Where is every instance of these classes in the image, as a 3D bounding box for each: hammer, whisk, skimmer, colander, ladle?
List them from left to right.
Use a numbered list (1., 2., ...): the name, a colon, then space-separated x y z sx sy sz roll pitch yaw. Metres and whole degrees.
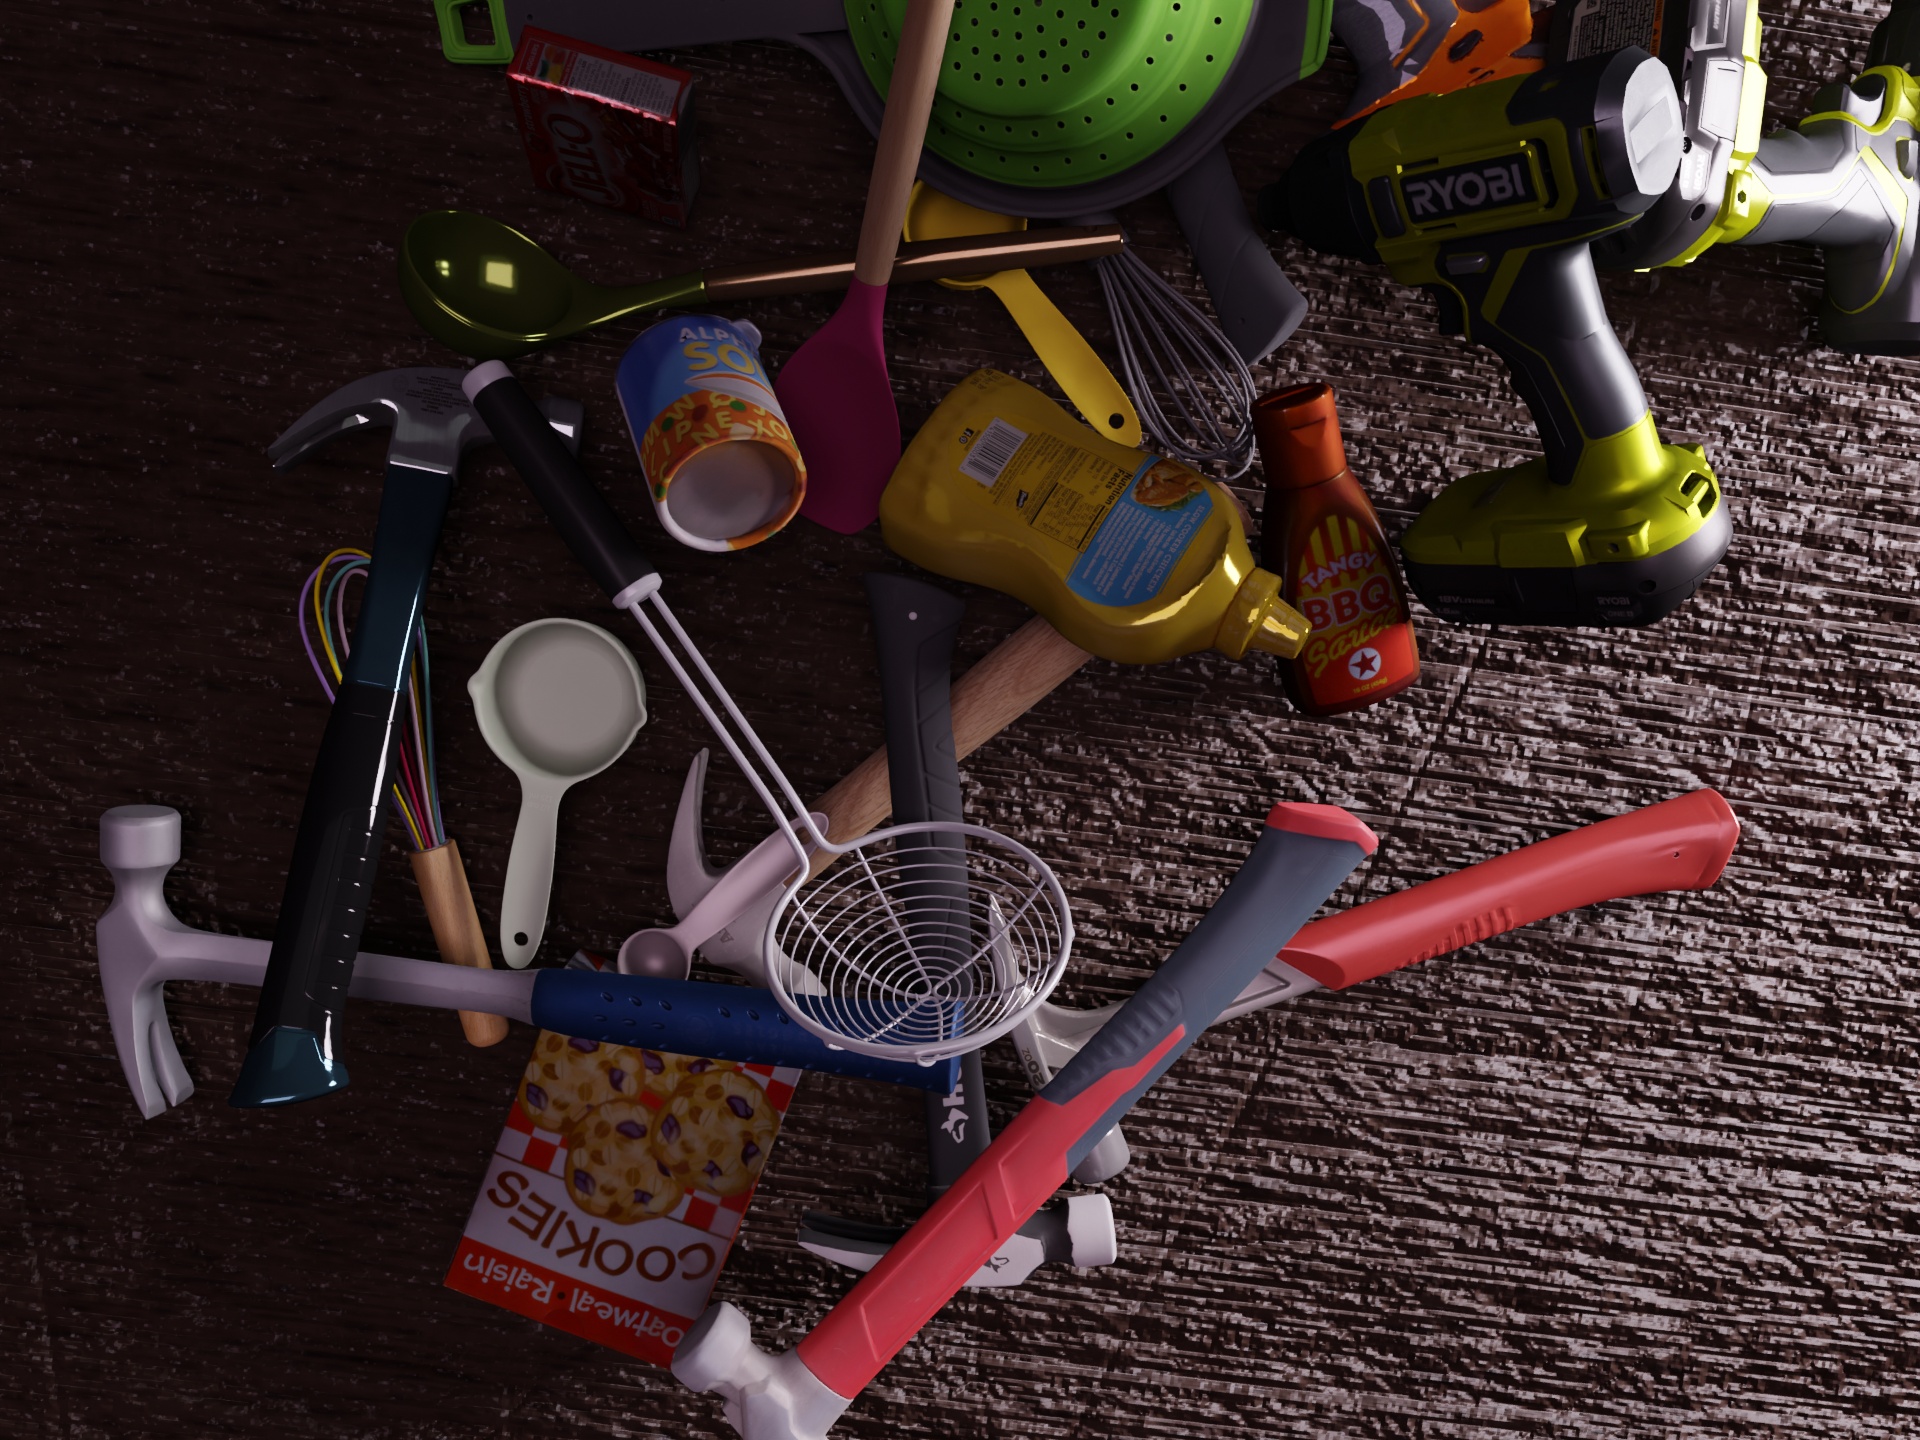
1. hammer: -0.255 0.000 0.687 0.128 0.033 0.331 11 75 -13
2. whisk: -0.252 0.037 0.751 0.051 0.047 0.245 -14 101 -2
3. hammer: -0.201 0.130 0.720 0.405 0.035 0.144 5 99 8
4. skimmer: -0.095 -0.017 0.666 0.127 0.090 0.363 -34 86 -28
5. ladle: -0.089 -0.206 0.704 0.320 0.078 0.062 -5 140 4
6. colander: -0.050 -0.301 0.650 0.397 0.094 0.204 0 114 13
7. hammer: -0.015 0.098 0.732 0.146 0.035 0.335 -6 96 -1
8. hammer: -0.001 -0.002 0.757 0.331 0.031 0.130 -39 96 2
9. hammer: 0.053 0.194 0.708 0.143 0.038 0.386 43 93 -7
10. hammer: 0.054 -0.346 0.697 0.036 0.149 0.408 -39 108 -42
11. whisk: 0.065 -0.214 0.731 0.055 0.055 0.239 -33 91 2
12. hammer: 0.196 0.098 0.771 0.359 0.037 0.149 -20 96 1

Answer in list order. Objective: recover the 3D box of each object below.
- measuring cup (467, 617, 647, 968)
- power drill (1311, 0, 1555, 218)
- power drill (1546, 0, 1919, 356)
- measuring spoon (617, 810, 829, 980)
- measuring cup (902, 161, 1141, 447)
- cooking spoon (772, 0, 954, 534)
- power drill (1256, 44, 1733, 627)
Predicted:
1. measuring cup: -0.194 0.033 0.752 0.083 0.038 0.167 11 97 -3
2. power drill: 0.197 -0.345 0.706 0.164 0.084 0.226 -32 100 0
3. power drill: 0.368 -0.268 0.692 0.228 0.080 0.190 1 97 -25
4. measuring spoon: -0.108 0.084 0.741 0.124 0.018 0.034 -41 88 3
5. measuring cup: 0.033 -0.189 0.738 0.062 0.029 0.156 -38 95 4
6. cooking spoon: -0.031 -0.203 0.648 0.069 0.017 0.318 27 135 9
7. power drill: 0.226 -0.153 0.671 0.080 0.171 0.223 -44 121 -31
